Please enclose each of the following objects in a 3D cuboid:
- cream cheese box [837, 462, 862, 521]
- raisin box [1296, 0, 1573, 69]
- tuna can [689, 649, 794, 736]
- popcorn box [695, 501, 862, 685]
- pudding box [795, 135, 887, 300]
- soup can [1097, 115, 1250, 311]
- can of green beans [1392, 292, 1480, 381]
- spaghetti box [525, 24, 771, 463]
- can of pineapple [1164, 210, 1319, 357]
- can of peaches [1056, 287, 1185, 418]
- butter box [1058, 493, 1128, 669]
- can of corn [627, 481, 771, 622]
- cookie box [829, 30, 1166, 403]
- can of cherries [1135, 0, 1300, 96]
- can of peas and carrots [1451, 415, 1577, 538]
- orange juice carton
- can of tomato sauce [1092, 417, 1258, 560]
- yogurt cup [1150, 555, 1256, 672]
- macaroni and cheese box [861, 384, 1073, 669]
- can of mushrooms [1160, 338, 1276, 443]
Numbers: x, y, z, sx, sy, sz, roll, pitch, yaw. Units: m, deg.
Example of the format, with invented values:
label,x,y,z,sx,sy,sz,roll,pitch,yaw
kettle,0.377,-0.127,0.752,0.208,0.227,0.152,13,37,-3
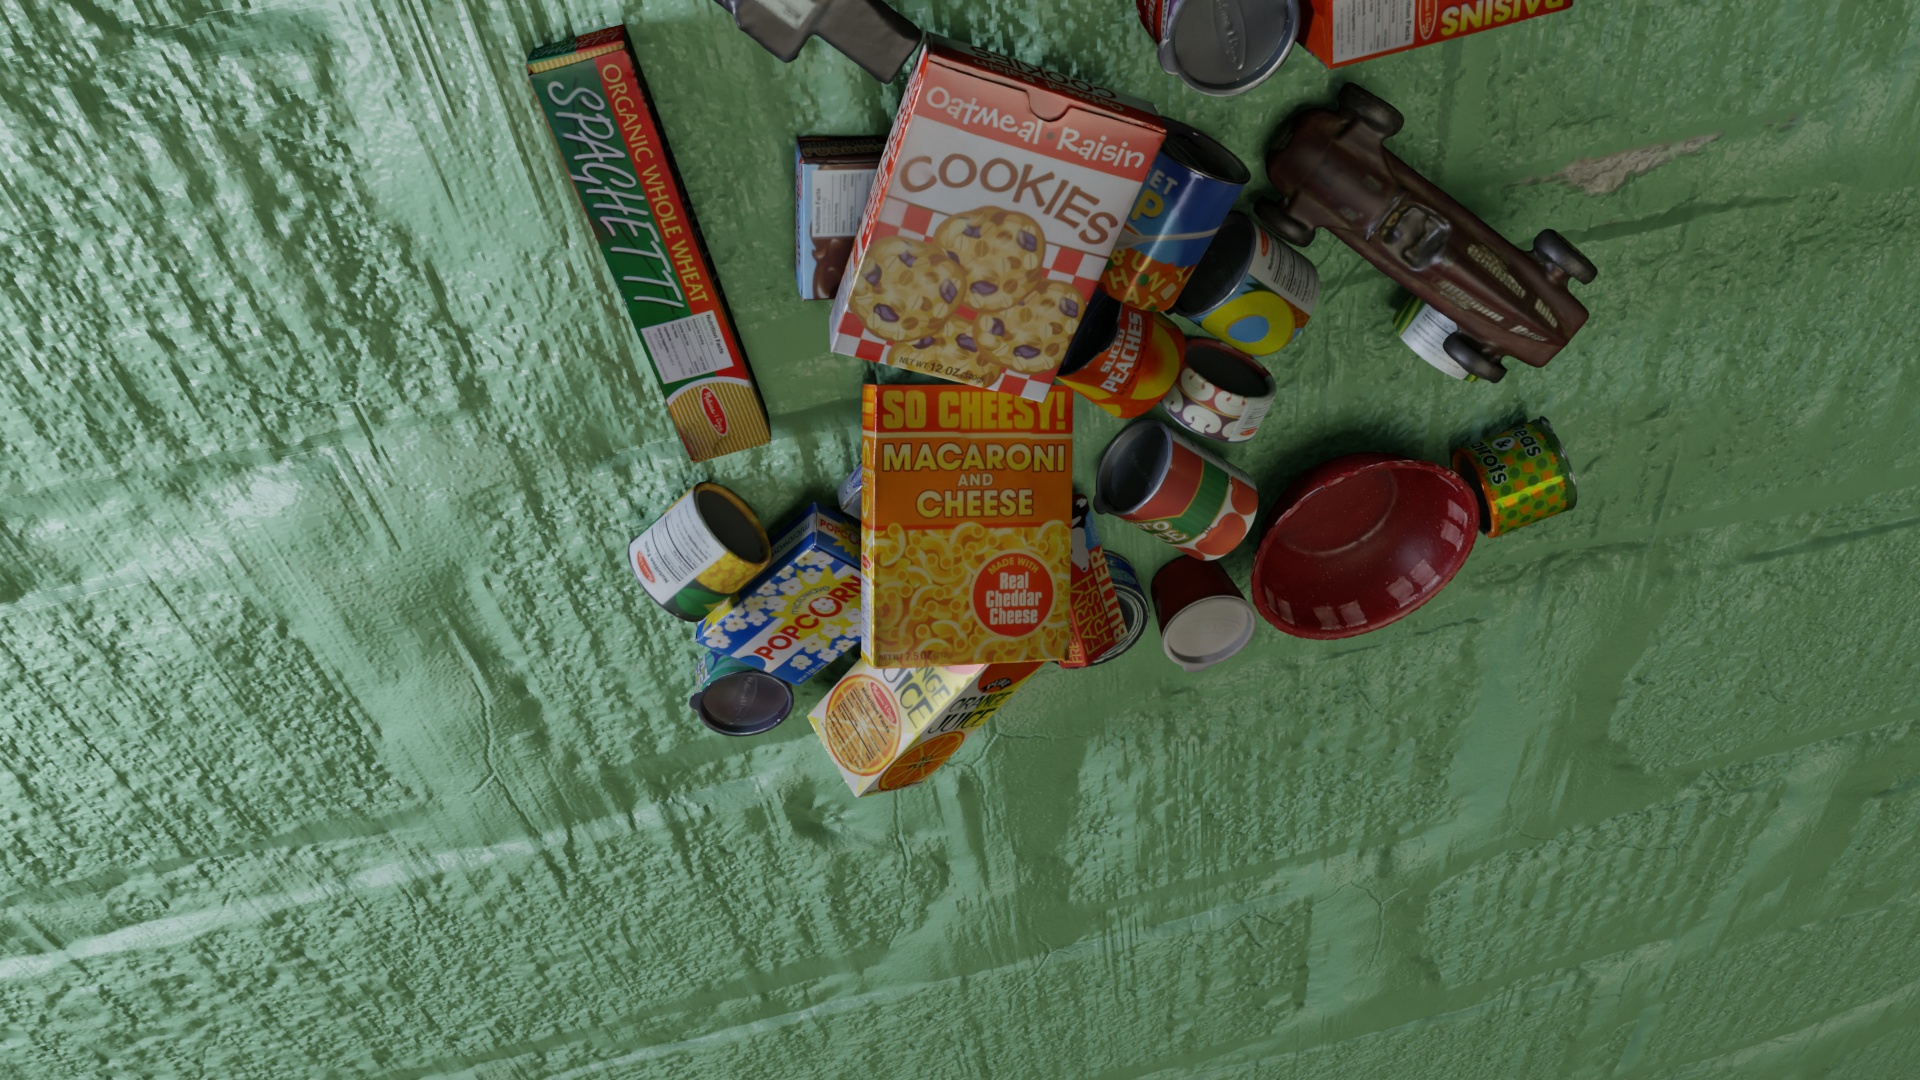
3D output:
label,x,y,z,sx,sy,sz,roll,pitch,yaw
cream cheese box,-0.023,-0.021,0.884,0.103,0.024,0.053,30,117,-34
raisin box,0.222,-0.277,0.679,0.123,0.086,0.040,-14,128,-2
tuna can,-0.151,0.101,0.953,0.071,0.033,0.070,-7,132,-8
popcorn box,-0.099,0.037,0.892,0.085,0.038,0.126,28,130,-34
pudding box,-0.063,-0.170,0.737,0.050,0.030,0.083,-5,132,-12
soup can,0.104,-0.177,0.750,0.071,0.072,0.083,12,127,-24
can of green beans,0.304,-0.138,0.837,0.071,0.071,0.057,14,127,-25
spaghetti box,-0.158,-0.147,0.734,0.050,0.029,0.248,-15,133,-1
can of pineapple,0.160,-0.145,0.795,0.058,0.071,0.070,25,121,-32
can of peaches,0.089,-0.111,0.802,0.058,0.071,0.071,29,119,-34
butter box,0.073,0.026,0.900,0.024,0.053,0.103,-9,102,42
can of corn,-0.157,0.006,0.847,0.058,0.071,0.071,-38,129,19
cookie box,0.015,-0.159,0.710,0.123,0.040,0.166,12,128,-16
can of cherries,0.123,-0.262,0.685,0.071,0.059,0.071,-8,133,-8
can of peas and carrots,0.373,-0.043,0.940,0.059,0.071,0.070,-21,133,5
orange juice carton,-0.011,0.086,0.934,0.192,0.073,0.072,-48,153,26
can of tomato sauce,0.138,-0.030,0.889,0.083,0.071,0.071,26,120,-32
yogurt cup,0.167,0.047,0.974,0.072,0.054,0.072,-7,132,-8
macaroni and cheese box,0.003,-0.010,0.833,0.124,0.040,0.166,-1,96,-15
can of mushrooms,0.153,-0.092,0.840,0.071,0.071,0.033,7,129,-20
